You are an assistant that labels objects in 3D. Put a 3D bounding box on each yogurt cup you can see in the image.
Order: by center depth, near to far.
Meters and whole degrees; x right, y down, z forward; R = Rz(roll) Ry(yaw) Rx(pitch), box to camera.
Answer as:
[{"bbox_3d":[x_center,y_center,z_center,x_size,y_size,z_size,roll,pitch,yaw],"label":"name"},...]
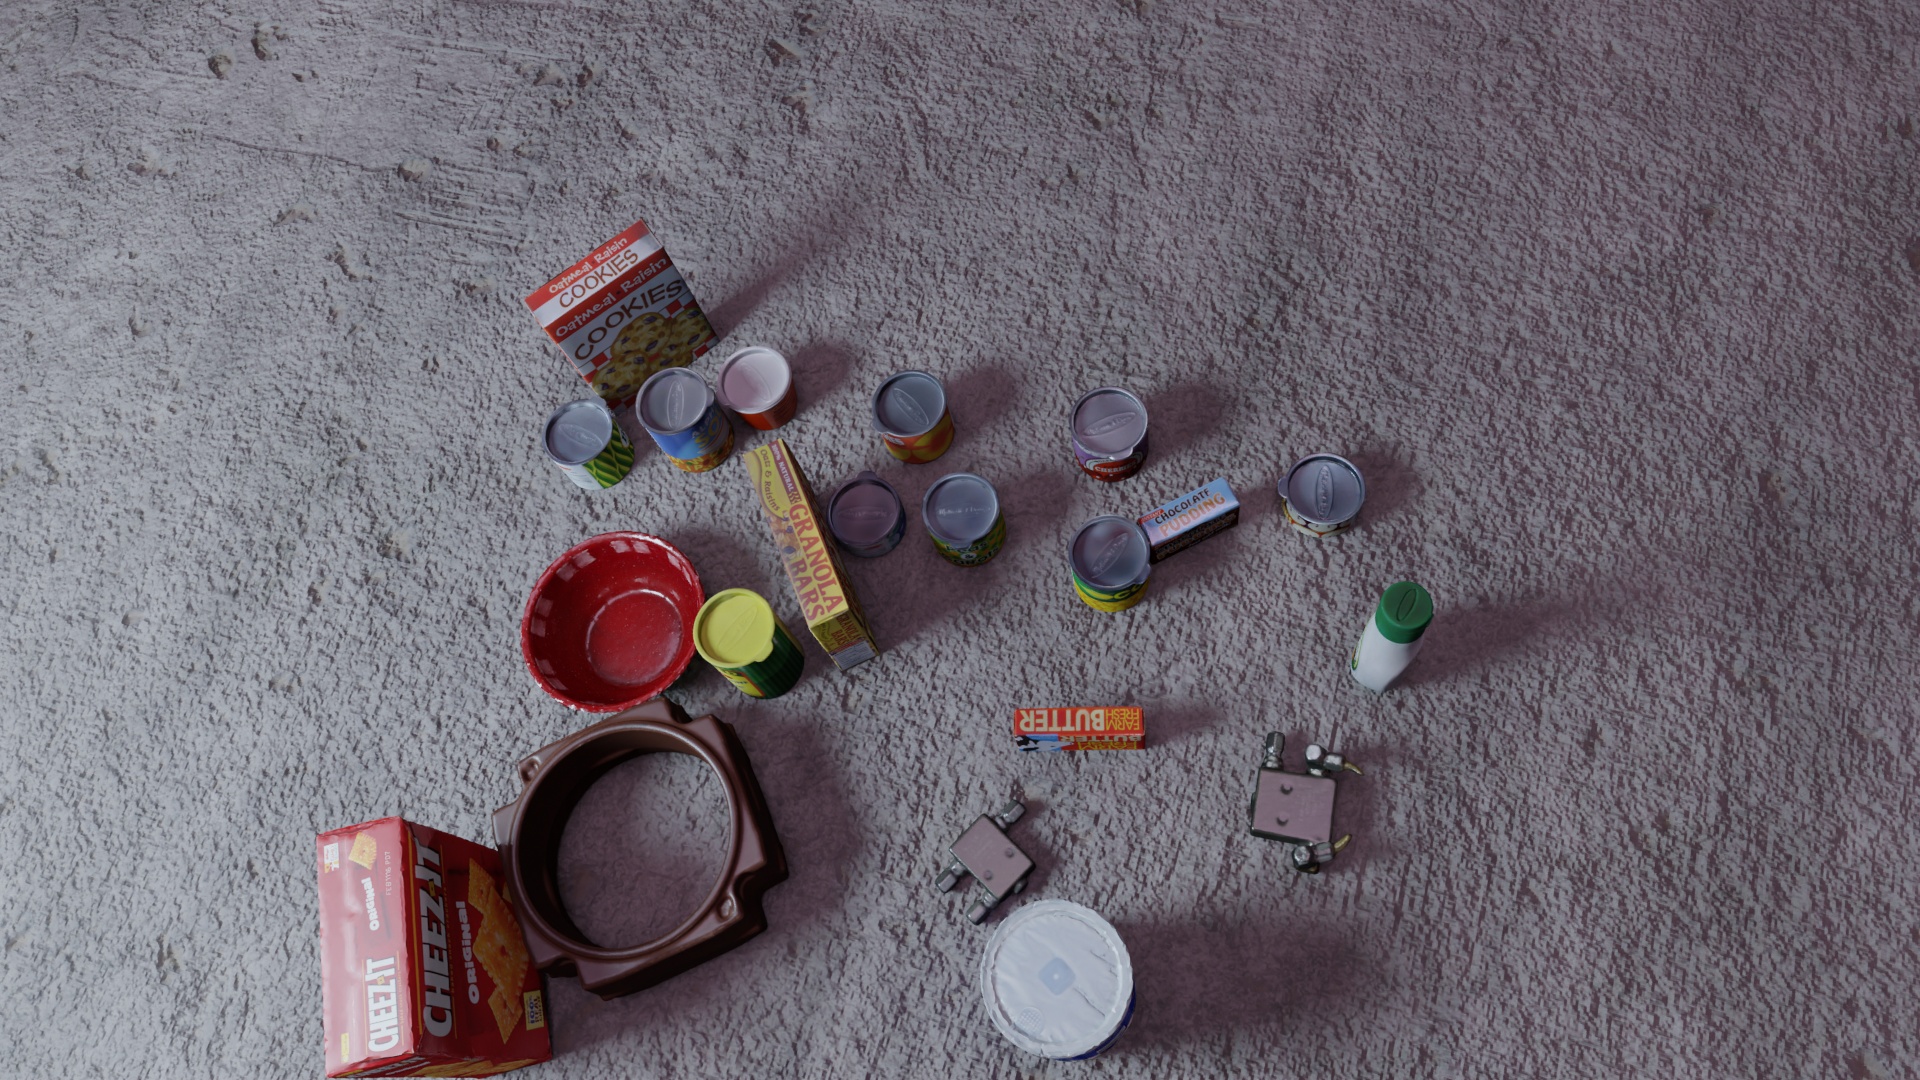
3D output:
[{"bbox_3d":[-0.181,-0.135,1.262,0.072,0.053,0.072,-3,68,7],"label":"yogurt cup"}]

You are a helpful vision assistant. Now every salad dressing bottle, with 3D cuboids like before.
[{"bbox_3d":[0.328,0.072,1.052,0.044,0.147,0.064,27,75,17],"label":"salad dressing bottle"}]

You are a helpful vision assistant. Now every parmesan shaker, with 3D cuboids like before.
[{"bbox_3d":[-0.170,0.089,1.142,0.071,0.102,0.071,-3,68,7],"label":"parmesan shaker"}]

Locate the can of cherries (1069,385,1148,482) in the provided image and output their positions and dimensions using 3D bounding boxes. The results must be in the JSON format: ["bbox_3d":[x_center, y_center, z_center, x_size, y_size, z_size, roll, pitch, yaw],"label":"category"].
[{"bbox_3d":[0.129,-0.088,1.196,0.071,0.058,0.072,-3,68,7],"label":"can of cherries"}]

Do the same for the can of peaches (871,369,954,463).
[{"bbox_3d":[-0.043,-0.107,1.229,0.071,0.058,0.071,-3,68,7],"label":"can of peaches"}]

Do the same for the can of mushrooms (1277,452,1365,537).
[{"bbox_3d":[0.301,-0.038,1.163,0.071,0.033,0.071,-3,68,7],"label":"can of mushrooms"}]

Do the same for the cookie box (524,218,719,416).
[{"bbox_3d":[-0.299,-0.196,1.243,0.123,0.167,0.040,-37,68,-7],"label":"cookie box"}]

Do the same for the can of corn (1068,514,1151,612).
[{"bbox_3d":[0.126,0.021,1.151,0.071,0.058,0.071,-3,68,7],"label":"can of corn"}]

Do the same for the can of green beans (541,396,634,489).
[{"bbox_3d":[-0.338,-0.086,1.263,0.071,0.057,0.071,-3,68,7],"label":"can of green beans"}]

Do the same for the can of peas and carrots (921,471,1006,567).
[{"bbox_3d":[0.004,-0.015,1.183,0.071,0.058,0.071,-3,68,7],"label":"can of peas and carrots"}]

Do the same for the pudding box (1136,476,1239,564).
[{"bbox_3d":[0.190,-0.016,1.162,0.084,0.049,0.030,-25,67,-2],"label":"pudding box"}]

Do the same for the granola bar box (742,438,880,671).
[{"bbox_3d":[-0.122,0.013,1.155,0.039,0.124,0.166,-24,67,-1],"label":"granola bar box"}]

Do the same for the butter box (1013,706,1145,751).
[{"bbox_3d":[0.095,0.150,1.105,0.103,0.053,0.024,-2,68,8],"label":"butter box"}]

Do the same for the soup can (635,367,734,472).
[{"bbox_3d":[-0.242,-0.106,1.243,0.071,0.083,0.071,-3,68,7],"label":"soup can"}]

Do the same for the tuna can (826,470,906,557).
[{"bbox_3d":[-0.081,-0.023,1.213,0.071,0.032,0.071,-3,68,7],"label":"tuna can"}]
